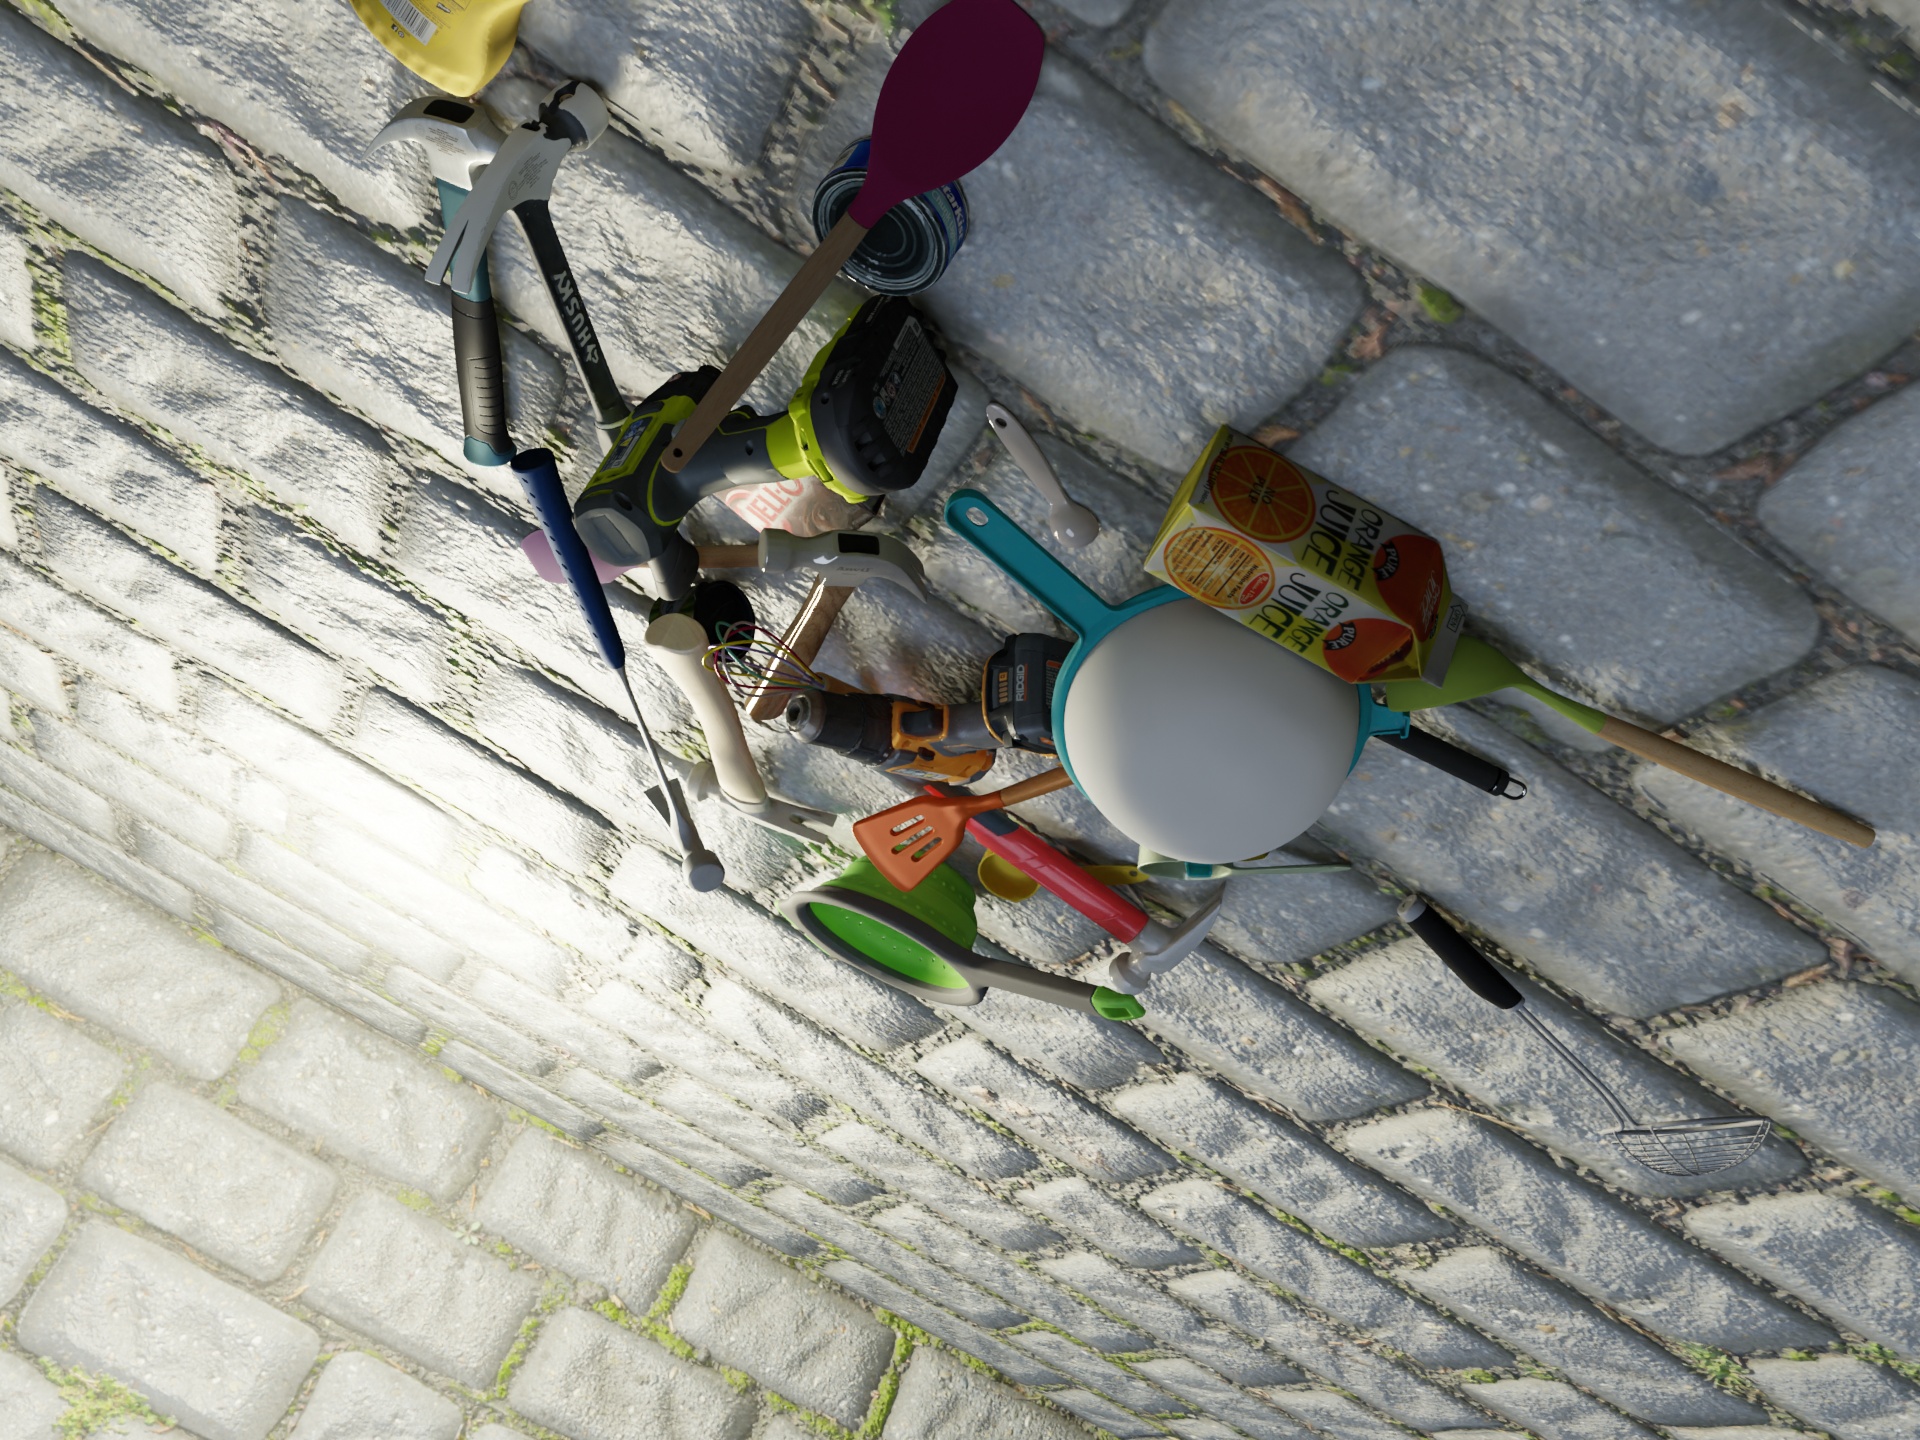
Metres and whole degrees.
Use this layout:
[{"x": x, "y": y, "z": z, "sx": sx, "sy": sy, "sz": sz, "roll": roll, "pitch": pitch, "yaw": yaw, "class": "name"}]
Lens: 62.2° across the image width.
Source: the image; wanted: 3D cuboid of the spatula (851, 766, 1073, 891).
[{"x": 0.052, "y": 0.061, "z": 1.272, "sx": 0.322, "sy": 0.041, "sz": 0.081, "roll": -22, "pitch": 114, "yaw": 37, "class": "spatula"}]

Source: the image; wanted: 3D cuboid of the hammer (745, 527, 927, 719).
[{"x": -0.118, "y": -0.066, "z": 1.235, "sx": 0.130, "sy": 0.031, "sz": 0.331, "roll": 1, "pitch": 161, "yaw": -18, "class": "hammer"}]

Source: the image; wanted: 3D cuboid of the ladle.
[{"x": 0.420, "y": 0.024, "z": 0.999, "sx": 0.320, "sy": 0.062, "sz": 0.078, "roll": 23, "pitch": -175, "yaw": -1, "class": "ladle"}]

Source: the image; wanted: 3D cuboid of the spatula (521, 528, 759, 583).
[{"x": -0.238, "y": -0.132, "z": 1.272, "sx": 0.316, "sy": 0.018, "sz": 0.059, "roll": 3, "pitch": 135, "yaw": 33, "class": "spatula"}]

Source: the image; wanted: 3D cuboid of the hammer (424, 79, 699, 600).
[{"x": -0.239, "y": -0.211, "z": 1.066, "sx": 0.036, "sy": 0.149, "sz": 0.408, "roll": 22, "pitch": 153, "yaw": 18, "class": "hammer"}]

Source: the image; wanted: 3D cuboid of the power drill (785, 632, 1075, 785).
[{"x": -0.002, "y": -0.004, "z": 1.178, "sx": 0.185, "sy": 0.084, "sz": 0.226, "roll": 13, "pitch": 162, "yaw": -40, "class": "power drill"}]

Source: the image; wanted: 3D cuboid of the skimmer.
[{"x": 0.497, "y": 0.246, "z": 1.284, "sx": 0.363, "sy": 0.090, "sz": 0.127, "roll": 43, "pitch": 149, "yaw": -7, "class": "skimmer"}]

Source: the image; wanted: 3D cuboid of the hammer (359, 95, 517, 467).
[{"x": -0.338, "y": -0.288, "z": 1.106, "sx": 0.128, "sy": 0.033, "sz": 0.330, "roll": 24, "pitch": 148, "yaw": 2, "class": "hammer"}]

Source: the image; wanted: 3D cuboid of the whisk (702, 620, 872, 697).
[{"x": -0.124, "y": -0.032, "z": 1.223, "sx": 0.051, "sy": 0.047, "sz": 0.244, "roll": 45, "pitch": -171, "yaw": 24, "class": "whisk"}]

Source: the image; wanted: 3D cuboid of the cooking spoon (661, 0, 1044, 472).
[{"x": -0.070, "y": -0.251, "z": 0.858, "sx": 0.068, "sy": 0.017, "sz": 0.319, "roll": 37, "pitch": 117, "yaw": -14, "class": "cooking spoon"}]

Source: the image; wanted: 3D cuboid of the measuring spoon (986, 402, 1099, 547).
[{"x": 0.050, "y": -0.156, "z": 1.036, "sx": 0.034, "sy": 0.018, "sz": 0.124, "roll": -7, "pitch": 134, "yaw": 41, "class": "measuring spoon"}]

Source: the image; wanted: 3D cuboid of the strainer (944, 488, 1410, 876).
[{"x": 0.117, "y": -0.017, "z": 1.001, "sx": 0.340, "sy": 0.095, "sz": 0.211, "roll": 38, "pitch": 119, "yaw": -21, "class": "strainer"}]

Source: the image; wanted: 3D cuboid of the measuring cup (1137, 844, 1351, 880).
[{"x": 0.225, "y": 0.103, "z": 1.269, "sx": 0.167, "sy": 0.038, "sz": 0.083, "roll": -1, "pitch": 163, "yaw": 8, "class": "measuring cup"}]

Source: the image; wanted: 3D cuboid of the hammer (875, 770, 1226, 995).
[{"x": 0.039, "y": 0.086, "z": 1.354, "sx": 0.386, "sy": 0.038, "sz": 0.143, "roll": 35, "pitch": 127, "yaw": -6, "class": "hammer"}]

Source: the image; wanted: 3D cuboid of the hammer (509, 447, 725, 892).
[{"x": -0.288, "y": -0.043, "z": 1.333, "sx": 0.144, "sy": 0.035, "sz": 0.405, "roll": 49, "pitch": 159, "yaw": 52, "class": "hammer"}]

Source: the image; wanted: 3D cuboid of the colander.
[{"x": 0.011, "y": 0.189, "z": 1.449, "sx": 0.397, "sy": 0.094, "sz": 0.204, "roll": 8, "pitch": 150, "yaw": 39, "class": "colander"}]

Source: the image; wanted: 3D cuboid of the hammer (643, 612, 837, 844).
[{"x": -0.192, "y": 0.014, "z": 1.347, "sx": 0.146, "sy": 0.038, "sz": 0.410, "roll": 20, "pitch": 161, "yaw": 8, "class": "hammer"}]

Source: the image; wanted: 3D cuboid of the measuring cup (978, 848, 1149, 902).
[{"x": 0.093, "y": 0.130, "z": 1.411, "sx": 0.156, "sy": 0.029, "sz": 0.062, "roll": -3, "pitch": 125, "yaw": 19, "class": "measuring cup"}]

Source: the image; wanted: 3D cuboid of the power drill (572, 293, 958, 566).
[{"x": -0.122, "y": -0.186, "z": 0.991, "sx": 0.223, "sy": 0.171, "sz": 0.080, "roll": -9, "pitch": 133, "yaw": 31, "class": "power drill"}]

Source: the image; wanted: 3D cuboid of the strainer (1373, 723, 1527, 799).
[{"x": 0.273, "y": -0.002, "z": 1.078, "sx": 0.258, "sy": 0.050, "sz": 0.087, "roll": 25, "pitch": 108, "yaw": -8, "class": "strainer"}]
